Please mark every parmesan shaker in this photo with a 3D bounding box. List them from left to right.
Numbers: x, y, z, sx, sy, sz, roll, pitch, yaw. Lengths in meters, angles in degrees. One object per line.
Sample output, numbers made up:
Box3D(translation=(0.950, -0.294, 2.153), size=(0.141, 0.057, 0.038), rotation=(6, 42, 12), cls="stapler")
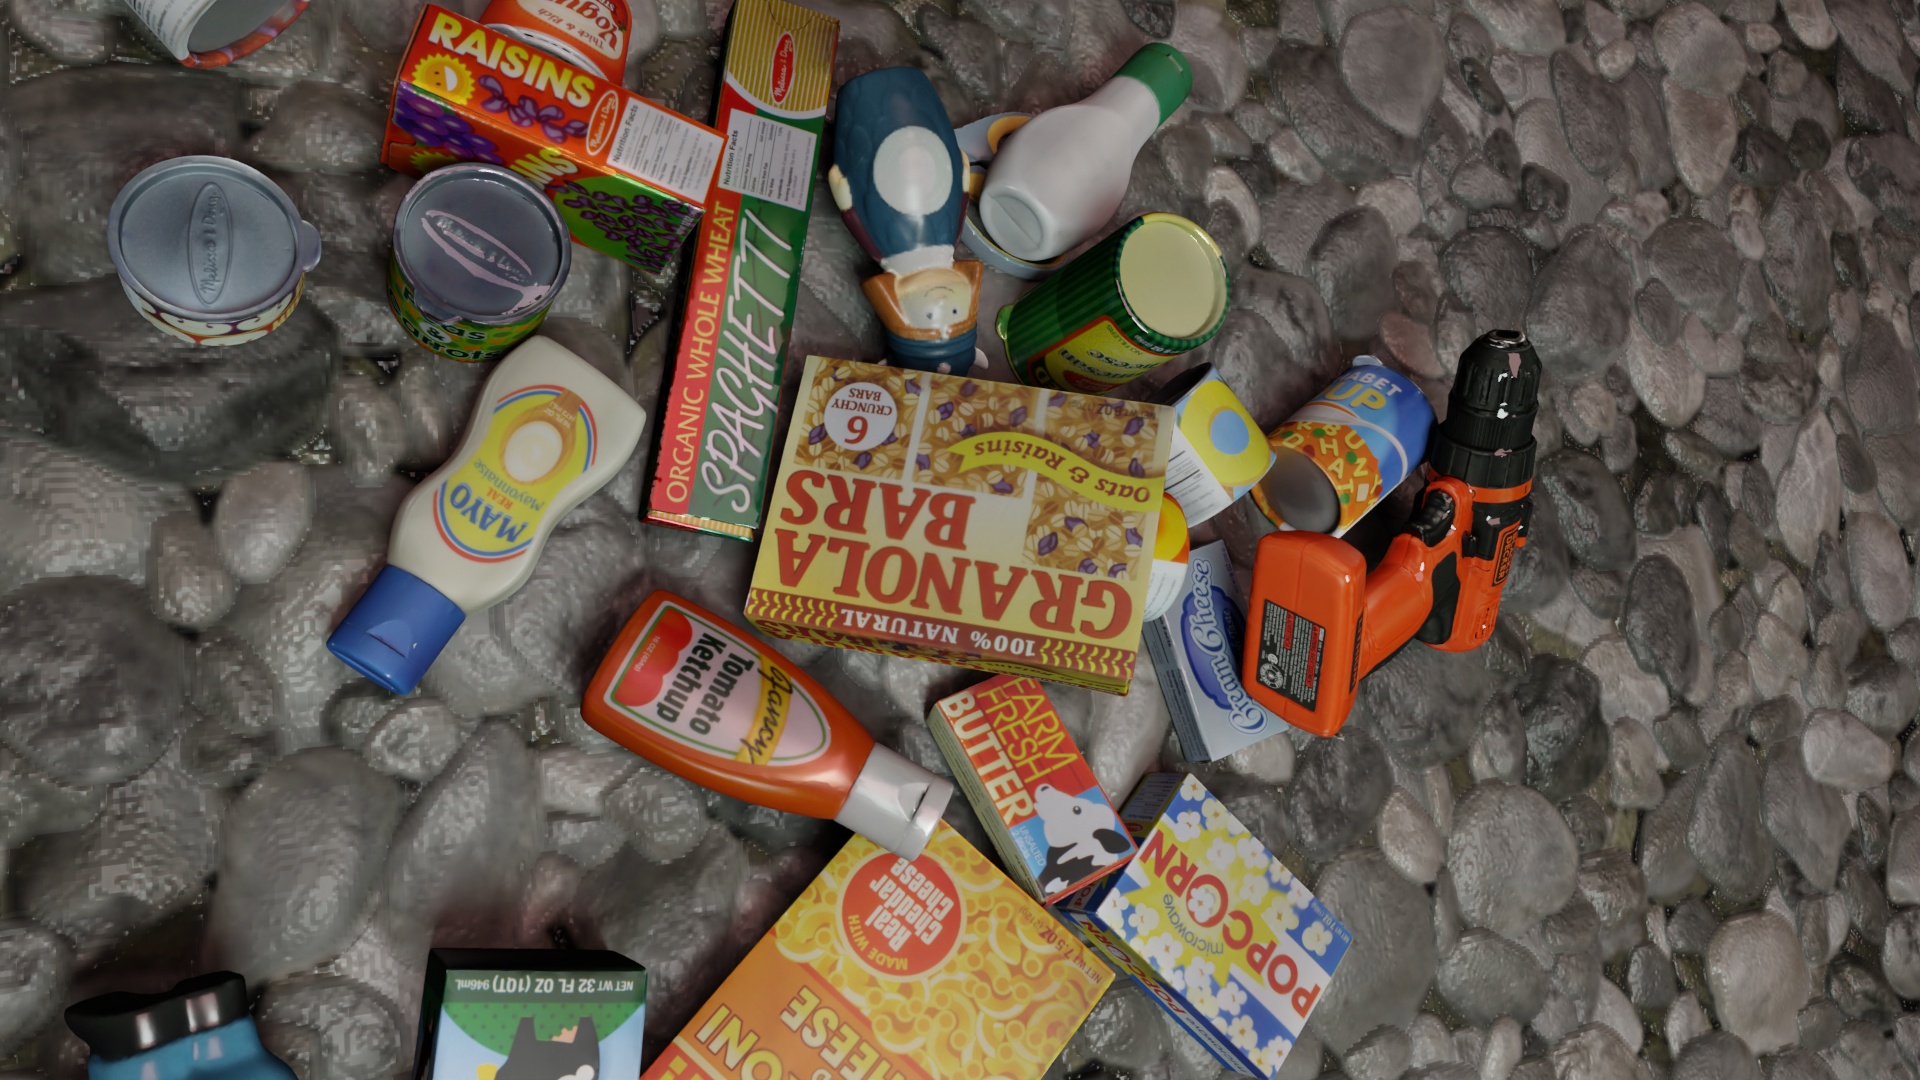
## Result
Box3D(translation=(0.071, -0.109, 0.669), size=(0.071, 0.103, 0.071), rotation=(5, 78, -25), cls="parmesan shaker")

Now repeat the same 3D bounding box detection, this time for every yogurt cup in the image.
Box3D(translation=(-0.174, -0.211, 0.594), size=(0.072, 0.072, 0.054), rotation=(20, 64, -21), cls="yogurt cup")

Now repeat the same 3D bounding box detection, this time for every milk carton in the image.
Box3D(translation=(-0.163, 0.247, 0.496), size=(0.072, 0.073, 0.191), rotation=(8, 76, -24), cls="milk carton")

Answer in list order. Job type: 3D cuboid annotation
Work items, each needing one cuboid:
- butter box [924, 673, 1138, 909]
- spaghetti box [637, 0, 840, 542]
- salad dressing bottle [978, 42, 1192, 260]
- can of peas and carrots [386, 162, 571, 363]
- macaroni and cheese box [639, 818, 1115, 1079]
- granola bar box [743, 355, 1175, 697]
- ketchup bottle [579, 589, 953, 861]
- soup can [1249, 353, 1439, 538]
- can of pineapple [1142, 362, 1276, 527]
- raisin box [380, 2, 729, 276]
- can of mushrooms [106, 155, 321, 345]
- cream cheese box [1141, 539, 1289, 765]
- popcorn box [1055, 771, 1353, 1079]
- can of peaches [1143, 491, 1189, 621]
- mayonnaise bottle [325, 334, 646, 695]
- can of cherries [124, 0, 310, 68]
Box3D(translation=(0.031, 0.110, 0.629), size=(0.053, 0.024, 0.104), rotation=(-20, 68, -27), cls="butter box")
Box3D(translation=(-0.098, -0.124, 0.622), size=(0.050, 0.028, 0.250), rotation=(12, 78, -20), cls="spaghetti box")
Box3D(translation=(0.068, -0.201, 0.704), size=(0.064, 0.044, 0.148), rotation=(46, 60, -9), cls="salad dressing bottle")
Box3D(translation=(-0.197, -0.109, 0.563), size=(0.071, 0.058, 0.071), rotation=(5, 78, -25), cls="can of peas and carrots")
Box3D(translation=(-0.035, 0.204, 0.569), size=(0.124, 0.040, 0.167), rotation=(41, 64, 7), cls="macaroni and cheese box")
Box3D(translation=(0.002, -0.008, 0.607), size=(0.166, 0.039, 0.124), rotation=(9, 74, 8), cls="granola bar box")
Box3D(translation=(-0.076, 0.081, 0.569), size=(0.149, 0.043, 0.065), rotation=(29, 63, -1), cls="ketchup bottle")
Box3D(translation=(0.202, -0.049, 0.740), size=(0.084, 0.071, 0.071), rotation=(-36, 96, -27), cls="soup can")
Box3D(translation=(0.117, -0.048, 0.700), size=(0.071, 0.071, 0.058), rotation=(-43, 100, -26), cls="can of pineapple")
Box3D(translation=(-0.168, -0.160, 0.572), size=(0.123, 0.086, 0.040), rotation=(20, 75, -21), cls="raisin box")
Box3D(translation=(-0.285, -0.110, 0.535), size=(0.071, 0.033, 0.071), rotation=(6, 76, -25), cls="can of mushrooms")
Box3D(translation=(0.124, 0.056, 0.705), size=(0.053, 0.024, 0.104), rotation=(-18, 87, -27), cls="cream cheese box")
Box3D(translation=(0.119, 0.184, 0.667), size=(0.126, 0.038, 0.085), rotation=(45, 65, -11), cls="popcorn box")
Box3D(translation=(0.067, 0.002, 0.665), size=(0.058, 0.071, 0.071), rotation=(8, 76, -24), cls="can of peaches")
Box3D(translation=(-0.190, -0.009, 0.555), size=(0.064, 0.041, 0.149), rotation=(37, 65, -17), cls="mayonnaise bottle")
Box3D(translation=(-0.293, -0.227, 0.538), size=(0.058, 0.071, 0.072), rotation=(49, 64, -10), cls="can of cherries")
